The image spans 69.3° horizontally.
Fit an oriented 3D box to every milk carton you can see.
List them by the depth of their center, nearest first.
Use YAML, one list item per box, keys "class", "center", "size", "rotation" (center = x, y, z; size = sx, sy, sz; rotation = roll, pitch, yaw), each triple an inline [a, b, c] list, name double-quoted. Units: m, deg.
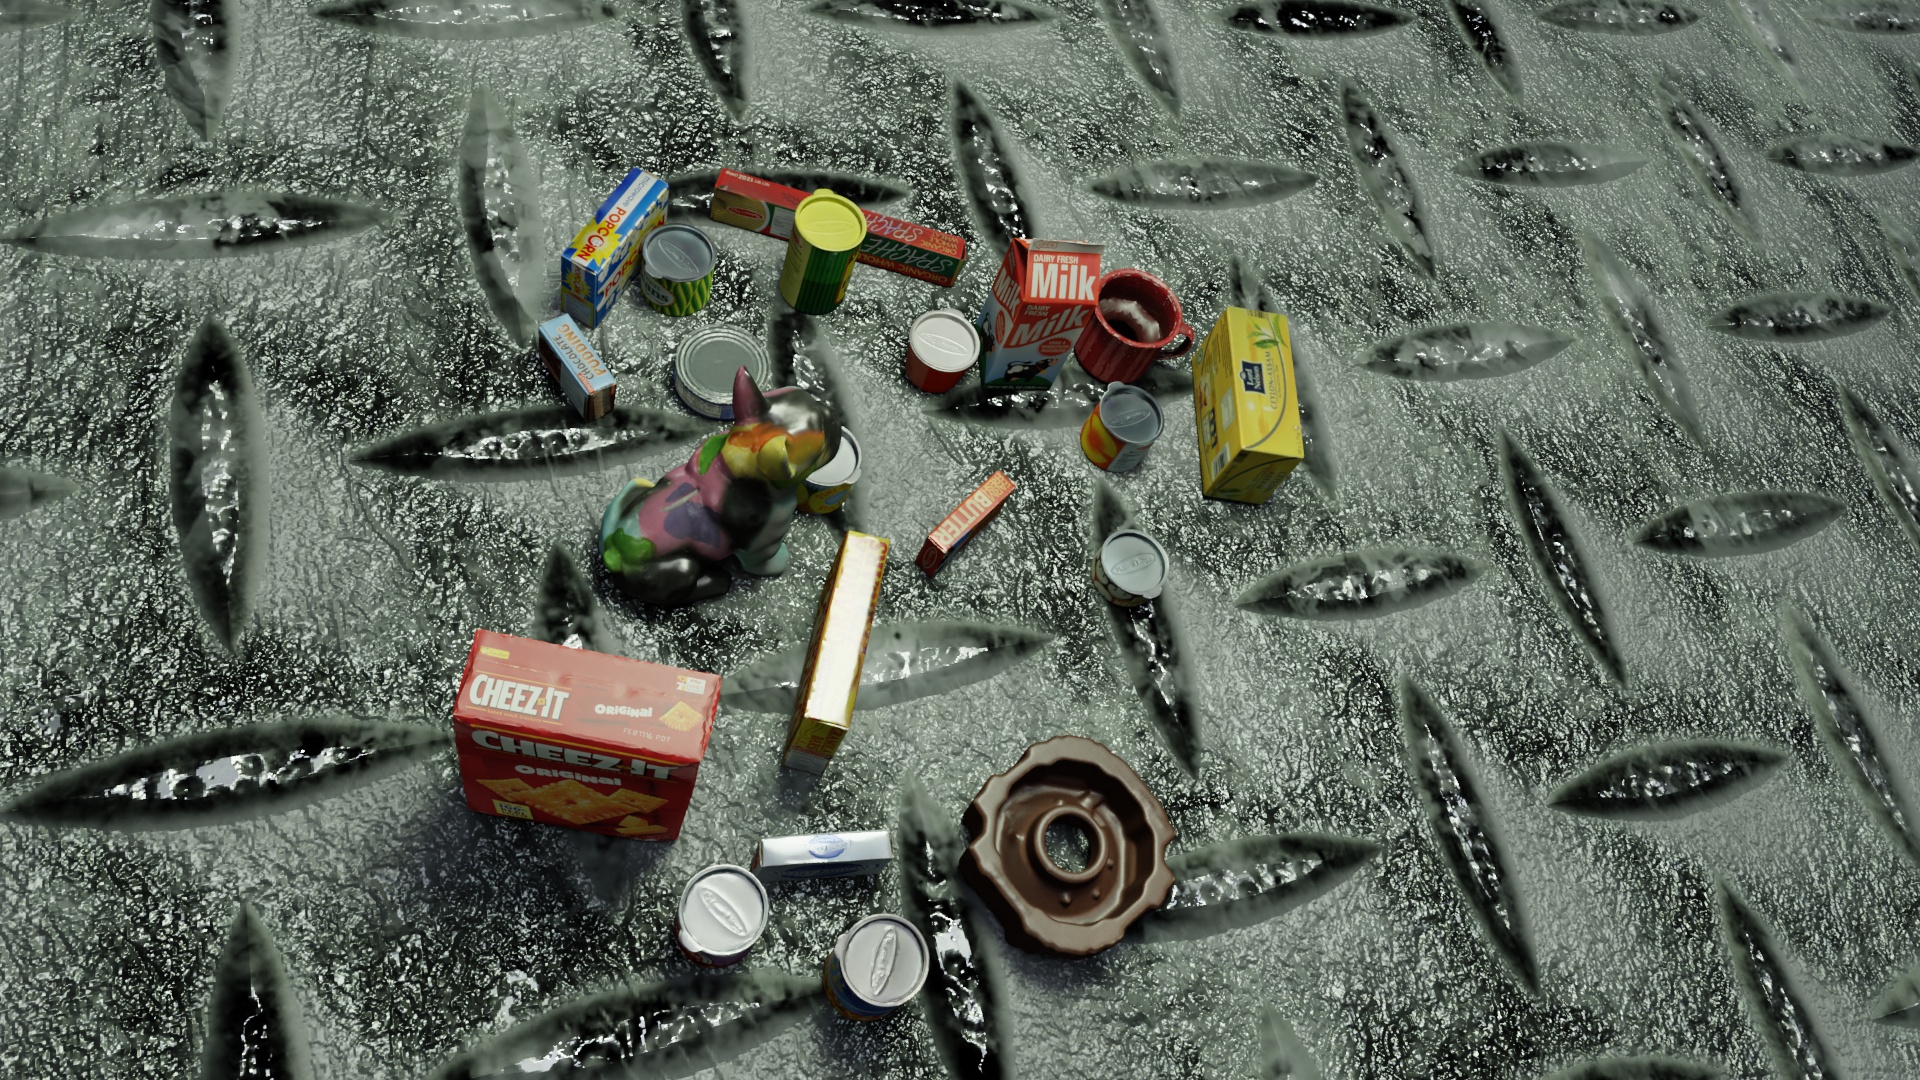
- class: "milk carton"
  center: [0.072, -0.220, 1.295]
  size: [0.072, 0.189, 0.074]
  rotation: [0, 64, -16]

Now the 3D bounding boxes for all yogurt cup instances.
- class: "yogurt cup"
  center: [-0.021, -0.177, 1.325]
  size: [0.072, 0.053, 0.072]
  rotation: [7, 62, -13]

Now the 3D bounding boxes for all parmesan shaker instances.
- class: "parmesan shaker"
  center: [-0.131, -0.271, 1.312]
  size: [0.071, 0.102, 0.071]
  rotation: [7, 62, -13]

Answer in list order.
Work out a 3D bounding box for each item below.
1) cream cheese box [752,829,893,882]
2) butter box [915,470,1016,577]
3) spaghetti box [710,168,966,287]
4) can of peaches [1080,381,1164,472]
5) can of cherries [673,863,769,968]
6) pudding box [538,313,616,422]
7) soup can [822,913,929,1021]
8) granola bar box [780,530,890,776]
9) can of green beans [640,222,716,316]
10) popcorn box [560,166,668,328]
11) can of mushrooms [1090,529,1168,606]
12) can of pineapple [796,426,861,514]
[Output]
- class: "cream cheese box"
  center: [-0.108, 0.246, 1.082]
  size: [0.104, 0.053, 0.024]
  rotation: [0, 64, -17]
- class: "butter box"
  center: [0.004, -0.016, 1.250]
  size: [0.024, 0.053, 0.104]
  rotation: [42, 60, 7]
- class: "spaghetti box"
  center: [-0.118, -0.305, 1.364]
  size: [0.250, 0.050, 0.029]
  rotation: [14, 61, -9]
- class: "can of peaches"
  center: [0.154, -0.109, 1.339]
  size: [0.071, 0.057, 0.071]
  rotation: [7, 62, -13]
- class: "can of cherries"
  center: [-0.182, 0.283, 1.038]
  size: [0.071, 0.058, 0.072]
  rotation: [7, 62, -13]
- class: "pudding box"
  center: [-0.337, -0.152, 1.220]
  size: [0.030, 0.049, 0.084]
  rotation: [-31, 76, -27]
- class: "soup can"
  center: [-0.067, 0.319, 1.039]
  size: [0.071, 0.083, 0.071]
  rotation: [7, 62, -13]
- class: "granola bar box"
  center: [-0.102, 0.092, 1.122]
  size: [0.039, 0.123, 0.166]
  rotation: [16, 61, -9]
- class: "can of green beans"
  center: [-0.263, -0.250, 1.288]
  size: [0.071, 0.057, 0.071]
  rotation: [7, 62, -13]
- class: "popcorn box"
  center: [-0.315, -0.267, 1.266]
  size: [0.038, 0.084, 0.127]
  rotation: [29, 59, -1]
- class: "can of mushrooms"
  center: [0.157, 0.028, 1.284]
  size: [0.071, 0.033, 0.071]
  rotation: [7, 62, -13]
- class: "can of pineapple"
  center: [-0.124, -0.063, 1.233]
  size: [0.071, 0.057, 0.071]
  rotation: [7, 62, -13]
